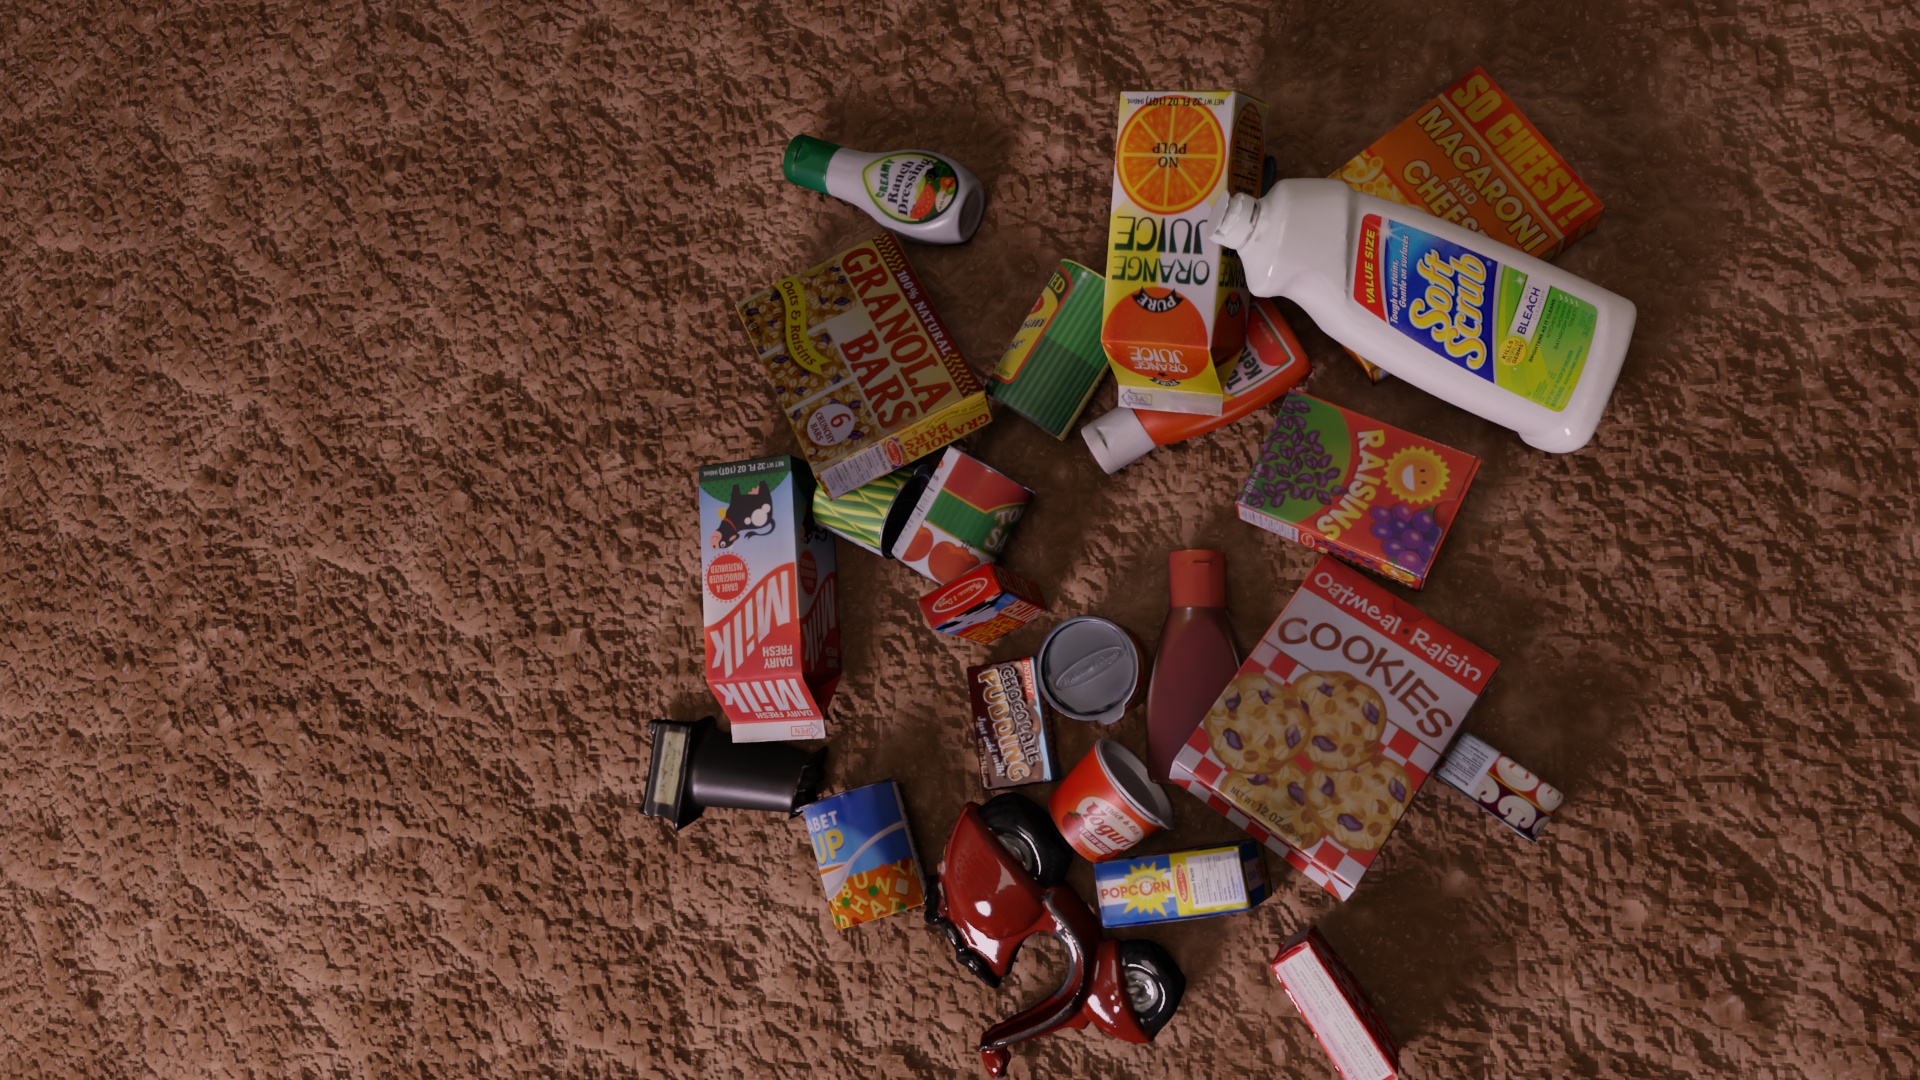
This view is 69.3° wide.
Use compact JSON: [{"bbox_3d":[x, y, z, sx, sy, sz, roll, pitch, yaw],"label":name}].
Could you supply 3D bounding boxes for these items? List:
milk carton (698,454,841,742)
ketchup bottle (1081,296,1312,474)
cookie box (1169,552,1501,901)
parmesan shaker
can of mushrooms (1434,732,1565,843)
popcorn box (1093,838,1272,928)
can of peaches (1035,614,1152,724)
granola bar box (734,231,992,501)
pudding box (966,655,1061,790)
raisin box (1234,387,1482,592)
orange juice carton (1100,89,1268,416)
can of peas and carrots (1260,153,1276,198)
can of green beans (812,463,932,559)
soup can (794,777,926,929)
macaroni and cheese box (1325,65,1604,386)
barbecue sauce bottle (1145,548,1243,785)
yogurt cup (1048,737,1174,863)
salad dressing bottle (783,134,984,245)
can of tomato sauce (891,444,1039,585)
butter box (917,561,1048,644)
[{"bbox_3d":[-0.130,0.043,0.962,0.072,0.073,0.190,-6,81,17],"label":"milk carton"},{"bbox_3d":[0.151,-0.096,0.909,0.148,0.043,0.065,-32,71,12],"label":"ketchup bottle"},{"bbox_3d":[0.223,0.107,0.828,0.123,0.040,0.168,34,71,18],"label":"cookie box"},{"bbox_3d":[0.069,-0.126,0.924,0.071,0.071,0.103,33,93,19],"label":"parmesan shaker"},{"bbox_3d":[0.316,0.144,0.810,0.071,0.071,0.033,35,93,19],"label":"can of mushrooms"},{"bbox_3d":[0.135,0.202,0.827,0.085,0.126,0.038,-12,76,16],"label":"popcorn box"},{"bbox_3d":[0.088,0.085,0.895,0.071,0.058,0.071,-2,82,17],"label":"can of peaches"},{"bbox_3d":[-0.068,-0.123,0.946,0.124,0.039,0.166,-26,58,-3],"label":"granola bar box"},{"bbox_3d":[0.036,0.122,0.921,0.049,0.030,0.084,-10,80,15],"label":"pudding box"},{"bbox_3d":[0.246,-0.032,0.865,0.123,0.040,0.086,25,79,19],"label":"raisin box"},{"bbox_3d":[0.136,-0.174,0.853,0.072,0.073,0.192,9,102,28],"label":"orange juice carton"},{"bbox_3d":[0.165,-0.231,0.909,0.059,0.071,0.071,27,91,20],"label":"can of peas and carrots"},{"bbox_3d":[-0.060,-0.028,0.954,0.058,0.071,0.071,25,91,20],"label":"can of green beans"},{"bbox_3d":[-0.065,0.208,0.920,0.071,0.071,0.084,-20,77,14],"label":"soup can"},{"bbox_3d":[0.294,-0.198,0.879,0.166,0.040,0.124,-36,74,10],"label":"macaroni and cheese box"},{"bbox_3d":[0.151,0.080,0.883,0.065,0.043,0.148,1,82,3],"label":"barbecue sauce bottle"},{"bbox_3d":[0.093,0.167,0.880,0.054,0.072,0.072,-44,72,16],"label":"yogurt cup"},{"bbox_3d":[-0.057,-0.255,0.997,0.148,0.044,0.064,21,86,19],"label":"salad dressing bottle"},{"bbox_3d":[0.003,-0.012,0.932,0.071,0.071,0.083,30,93,19],"label":"can of tomato sauce"},{"bbox_3d":[0.017,0.042,0.900,0.053,0.103,0.024,-29,72,14],"label":"butter box"}]
